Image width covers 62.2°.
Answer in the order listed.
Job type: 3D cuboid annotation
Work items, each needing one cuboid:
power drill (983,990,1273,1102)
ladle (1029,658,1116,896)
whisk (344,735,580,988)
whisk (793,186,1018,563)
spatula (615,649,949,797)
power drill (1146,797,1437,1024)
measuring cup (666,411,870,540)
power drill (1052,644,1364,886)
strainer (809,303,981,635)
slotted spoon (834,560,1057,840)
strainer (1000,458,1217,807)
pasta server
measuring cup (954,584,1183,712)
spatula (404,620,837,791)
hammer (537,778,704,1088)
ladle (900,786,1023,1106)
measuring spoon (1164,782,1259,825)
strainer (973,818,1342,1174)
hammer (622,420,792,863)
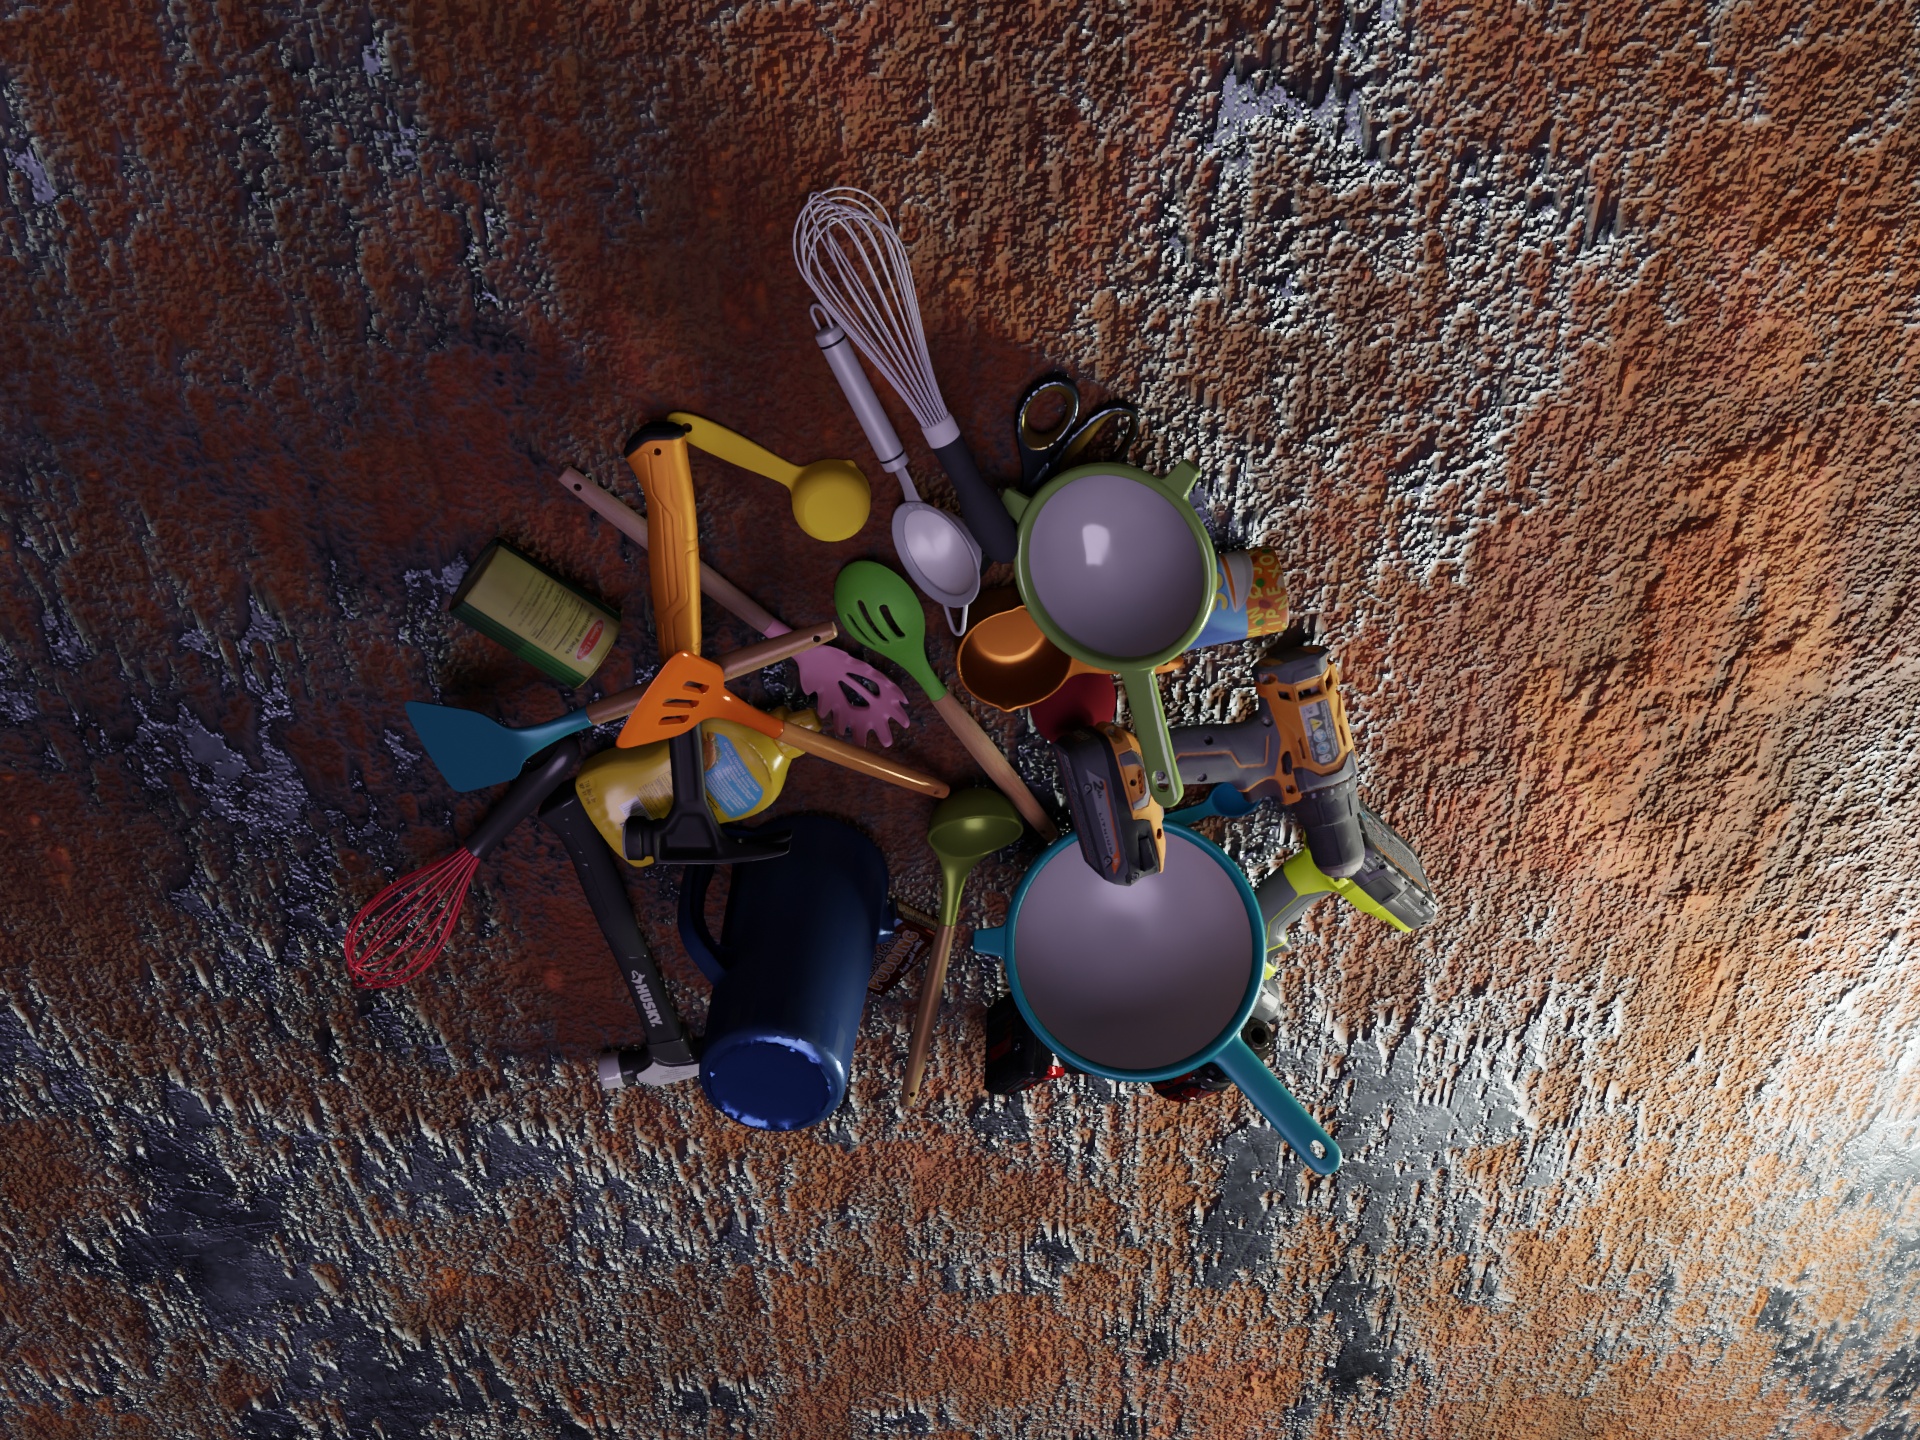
[{"bbox_3d":[0.149,0.288,1.401,0.226,0.080,0.187,9,156,-13],"label":"power drill"},{"bbox_3d":[0.102,0.079,1.318,0.069,0.031,0.315,-9,128,-1],"label":"ladle"},{"bbox_3d":[-0.398,0.115,1.270,0.073,0.073,0.296,37,109,-27],"label":"whisk"},{"bbox_3d":[-0.027,-0.219,1.051,0.070,0.070,0.284,-24,119,11],"label":"whisk"},{"bbox_3d":[-0.112,0.018,1.157,0.322,0.041,0.081,23,108,-45],"label":"spatula"},{"bbox_3d":[0.289,0.175,1.379,0.223,0.080,0.171,-39,120,24],"label":"power drill"},{"bbox_3d":[-0.133,-0.172,1.108,0.156,0.029,0.062,23,120,-23],"label":"measuring cup"},{"bbox_3d":[0.203,0.059,1.234,0.226,0.084,0.185,-18,101,-7],"label":"power drill"},{"bbox_3d":[-0.040,-0.176,1.110,0.050,0.087,0.258,-45,123,-27],"label":"strainer"},{"bbox_3d":[-0.002,-0.004,1.244,0.070,0.031,0.313,-13,132,32],"label":"slotted spoon"},{"bbox_3d":[0.131,-0.066,1.138,0.151,0.069,0.256,-5,110,31],"label":"strainer"},{"bbox_3d":[-0.162,-0.083,1.166,0.316,0.040,0.060,38,106,-26],"label":"pasta server"},{"bbox_3d":[0.080,-0.058,1.202,0.173,0.052,0.095,1,125,-9],"label":"measuring cup"},{"bbox_3d":[-0.238,-0.019,1.126,0.317,0.044,0.082,-18,119,5],"label":"spatula"},{"bbox_3d":[-0.278,0.185,1.347,0.146,0.035,0.334,-11,126,2],"label":"hammer"},{"bbox_3d":[-0.013,0.199,1.337,0.078,0.062,0.320,4,114,-19],"label":"ladle"},{"bbox_3d":[0.188,0.073,1.333,0.128,0.021,0.042,-21,126,20],"label":"measuring spoon"},{"bbox_3d":[0.179,0.233,1.300,0.211,0.095,0.340,-42,87,-8],"label":"strainer"},{"bbox_3d":[-0.193,-0.047,1.142,0.127,0.034,0.336,0,115,1],"label":"hammer"}]
